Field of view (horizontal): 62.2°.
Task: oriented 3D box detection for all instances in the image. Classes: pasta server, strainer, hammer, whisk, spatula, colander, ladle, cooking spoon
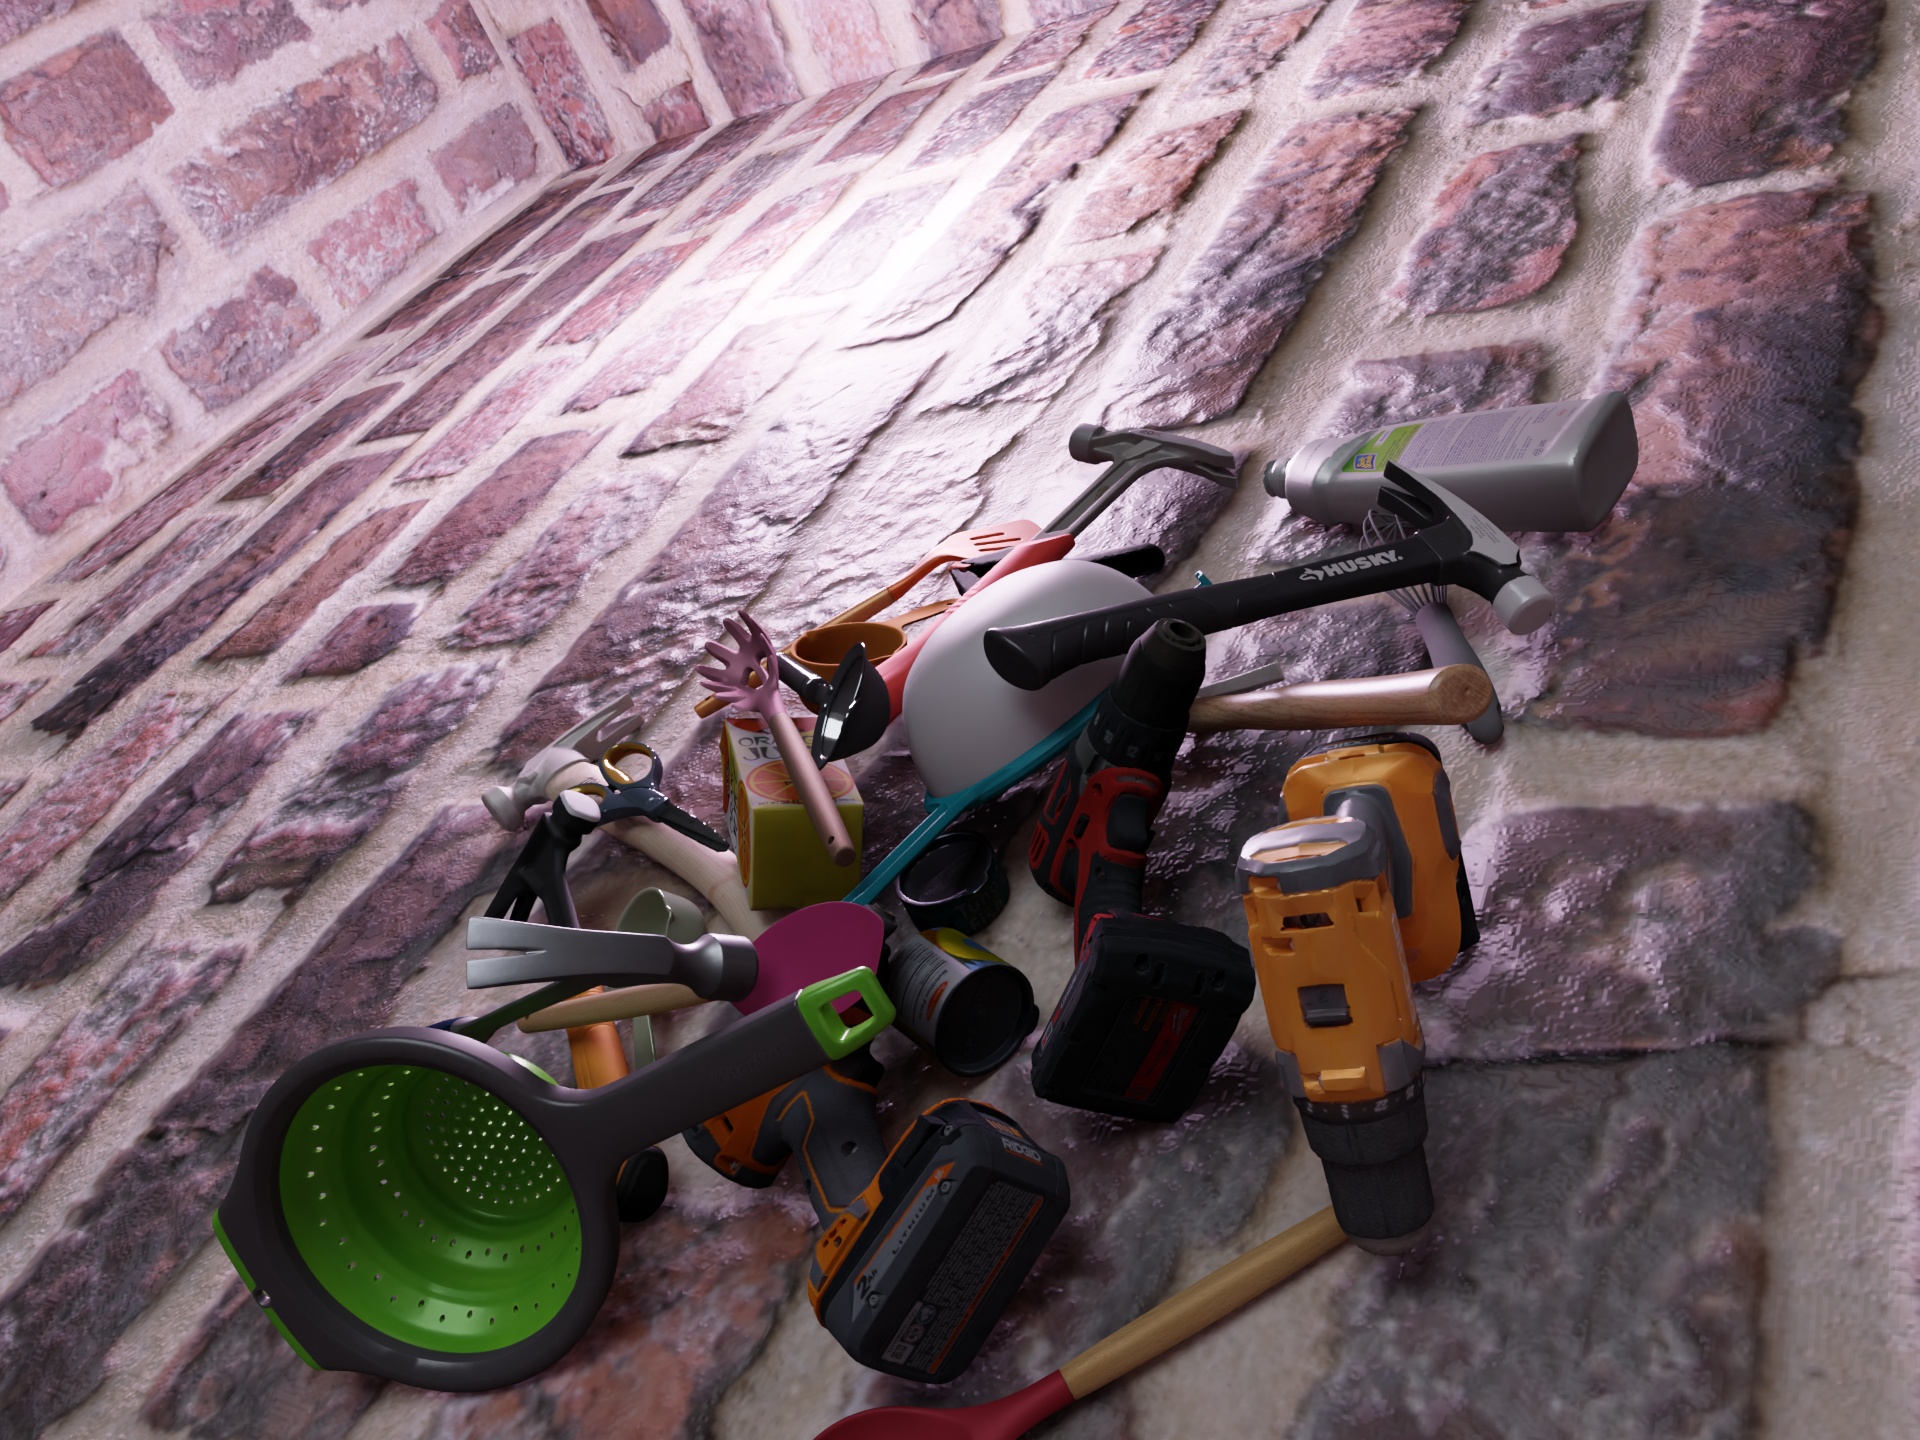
[{"bbox_3d":[-0.116,0.009,1.018,0.060,0.040,0.316,-51,29,9],"label":"pasta server"},{"bbox_3d":[-0.093,-0.020,1.071,0.087,0.050,0.259,-68,24,4],"label":"strainer"},{"bbox_3d":[-0.002,-0.003,0.984,0.340,0.095,0.211,-44,10,-37],"label":"strainer"},{"bbox_3d":[0.180,-0.007,0.883,0.130,0.031,0.331,-18,4,-18],"label":"hammer"},{"bbox_3d":[0.297,-0.067,0.997,0.055,0.055,0.239,-19,38,12],"label":"whisk"},{"bbox_3d":[-0.209,0.080,1.156,0.146,0.038,0.411,-40,35,-22],"label":"hammer"},{"bbox_3d":[-0.074,-0.083,1.303,0.322,0.041,0.081,-31,32,0],"label":"spatula"},{"bbox_3d":[0.049,-0.106,1.169,0.149,0.036,0.359,21,54,38],"label":"hammer"},{"bbox_3d":[-0.199,0.208,0.830,0.397,0.204,0.094,-28,8,16],"label":"colander"},{"bbox_3d":[0.173,-0.076,0.949,0.334,0.035,0.146,-14,47,-15],"label":"hammer"},{"bbox_3d":[0.068,0.276,0.697,0.315,0.031,0.069,-28,42,-6],"label":"ladle"},{"bbox_3d":[-0.283,0.175,0.915,0.405,0.144,0.035,-27,60,46],"label":"hammer"},{"bbox_3d":[-0.154,0.151,0.884,0.319,0.017,0.069,-17,51,40],"label":"cooking spoon"},{"bbox_3d":[-0.242,0.186,1.005,0.127,0.034,0.337,-55,36,16],"label":"hammer"}]

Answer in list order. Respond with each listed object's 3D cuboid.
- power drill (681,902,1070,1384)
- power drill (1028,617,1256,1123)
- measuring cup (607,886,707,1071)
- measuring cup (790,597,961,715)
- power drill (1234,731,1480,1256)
[{"bbox_3d":[-0.045,0.197,0.796,0.164,0.084,0.227,-58,36,0],"label":"power drill"},{"bbox_3d":[0.092,0.072,0.834,0.080,0.187,0.227,13,36,-10],"label":"power drill"},{"bbox_3d":[-0.185,0.183,0.995,0.083,0.038,0.168,-43,43,32],"label":"measuring cup"},{"bbox_3d":[-0.054,-0.049,1.223,0.095,0.052,0.173,15,29,38],"label":"measuring cup"},{"bbox_3d":[0.188,0.113,0.728,0.084,0.185,0.226,-10,11,23],"label":"power drill"}]
